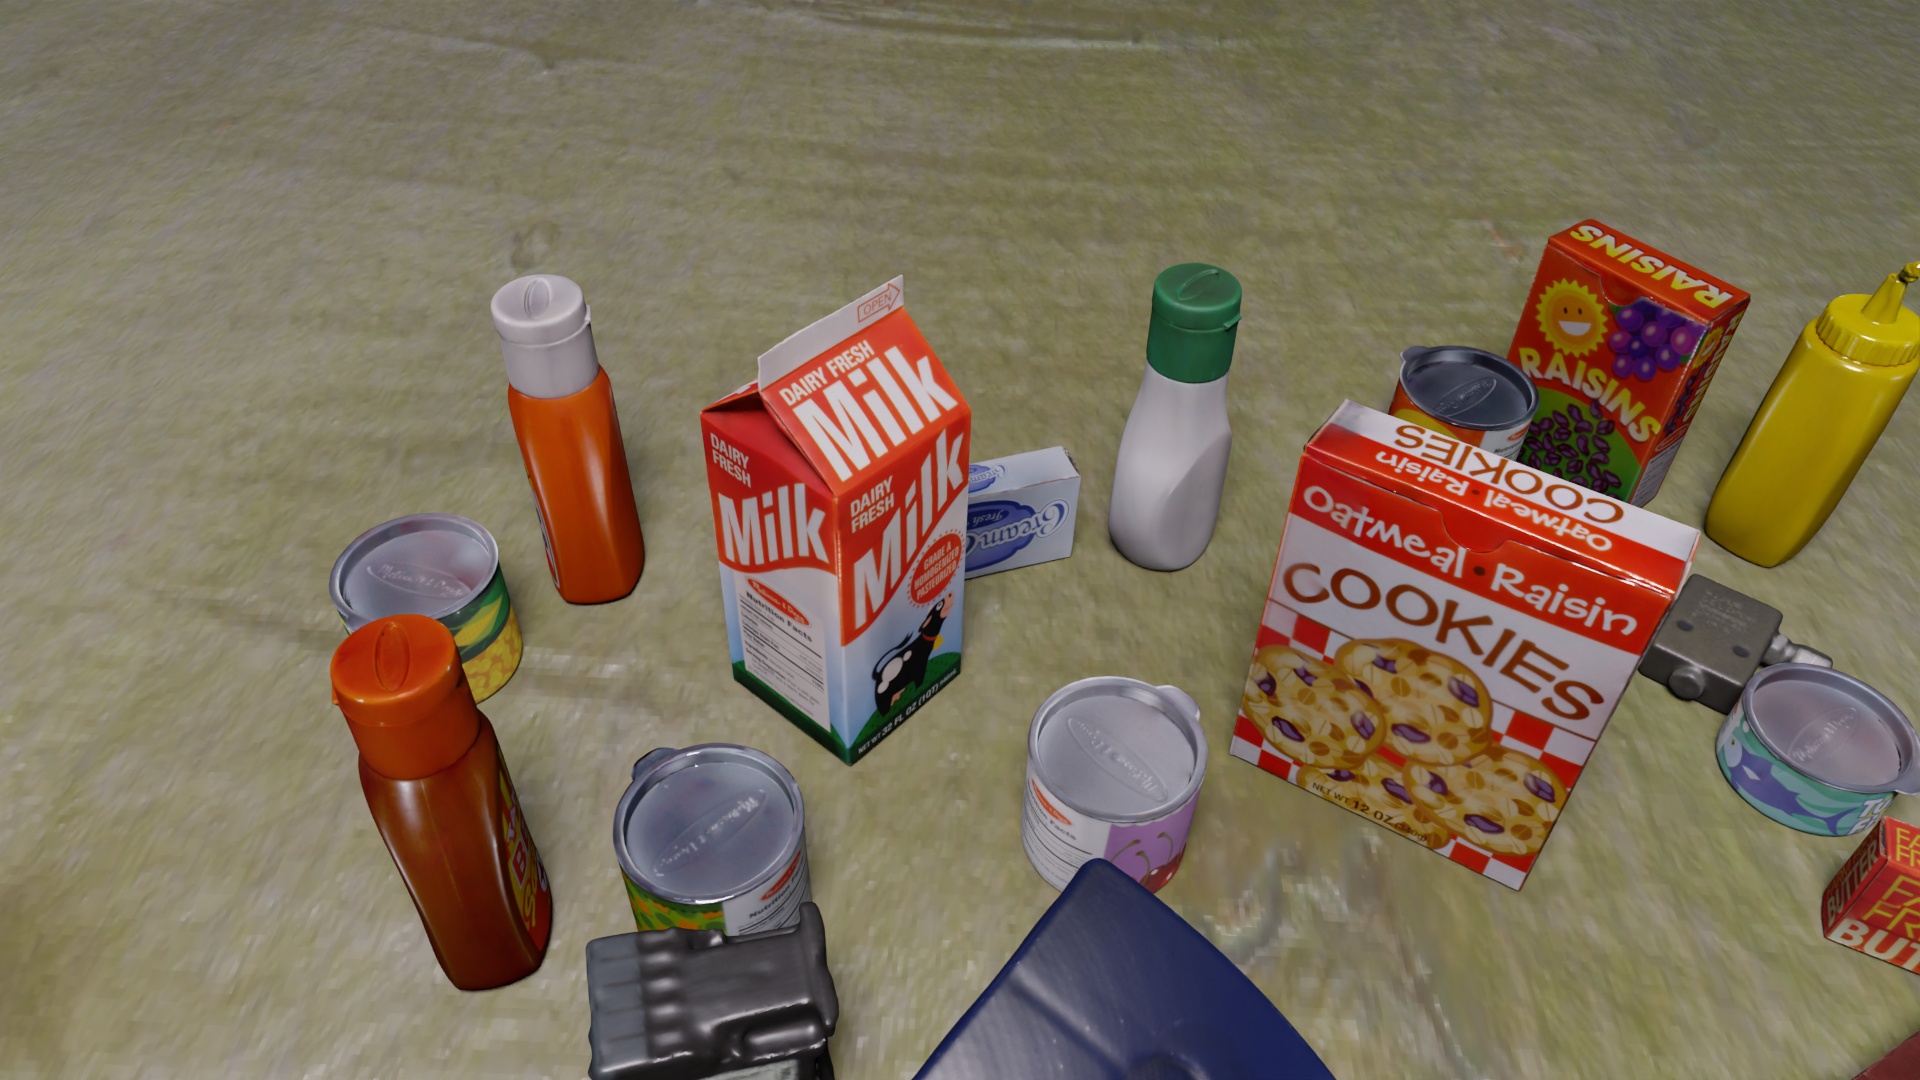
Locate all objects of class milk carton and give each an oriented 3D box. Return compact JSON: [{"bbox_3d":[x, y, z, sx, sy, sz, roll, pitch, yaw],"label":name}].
[{"bbox_3d":[-0.046,-0.009,0.539,0.073,0.189,0.073,32,51,28],"label":"milk carton"}]

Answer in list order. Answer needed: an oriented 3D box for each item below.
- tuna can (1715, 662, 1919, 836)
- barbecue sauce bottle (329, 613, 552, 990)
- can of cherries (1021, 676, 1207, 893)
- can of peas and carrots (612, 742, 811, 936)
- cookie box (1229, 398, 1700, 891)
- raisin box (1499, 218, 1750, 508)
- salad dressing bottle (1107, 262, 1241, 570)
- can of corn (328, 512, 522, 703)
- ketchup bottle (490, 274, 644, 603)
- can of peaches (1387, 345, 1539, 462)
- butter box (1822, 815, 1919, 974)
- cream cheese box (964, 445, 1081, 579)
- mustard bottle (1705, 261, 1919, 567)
[{"bbox_3d":[0.350,0.086,0.565,0.071,0.032,0.071,1,44,-1],"label":"tuna can"},{"bbox_3d":[-0.172,0.087,0.465,0.044,0.147,0.065,-12,45,-13],"label":"barbecue sauce bottle"},{"bbox_3d":[0.059,0.094,0.529,0.071,0.058,0.072,1,44,-1],"label":"can of cherries"},{"bbox_3d":[-0.090,0.116,0.502,0.071,0.058,0.071,1,44,-1],"label":"can of peas and carrots"},{"bbox_3d":[0.173,0.043,0.509,0.123,0.166,0.040,25,48,22],"label":"cookie box"},{"bbox_3d":[0.312,-0.081,0.674,0.040,0.122,0.086,-27,51,-27],"label":"raisin box"},{"bbox_3d":[0.097,-0.052,0.620,0.044,0.146,0.064,32,51,28],"label":"salad dressing bottle"},{"bbox_3d":[-0.224,0.033,0.585,0.071,0.058,0.071,1,44,-1],"label":"can of corn"},{"bbox_3d":[-0.169,-0.043,0.602,0.043,0.148,0.065,-7,44,-9],"label":"ketchup bottle"},{"bbox_3d":[0.244,-0.056,0.693,0.071,0.057,0.071,1,44,-1],"label":"can of peaches"},{"bbox_3d":[0.373,0.140,0.495,0.103,0.052,0.024,21,47,19],"label":"butter box"},{"bbox_3d":[0.002,-0.008,0.638,0.104,0.053,0.024,-12,45,-14],"label":"cream cheese box"},{"bbox_3d":[0.392,-0.061,0.629,0.065,0.159,0.049,-34,54,-31],"label":"mustard bottle"}]
